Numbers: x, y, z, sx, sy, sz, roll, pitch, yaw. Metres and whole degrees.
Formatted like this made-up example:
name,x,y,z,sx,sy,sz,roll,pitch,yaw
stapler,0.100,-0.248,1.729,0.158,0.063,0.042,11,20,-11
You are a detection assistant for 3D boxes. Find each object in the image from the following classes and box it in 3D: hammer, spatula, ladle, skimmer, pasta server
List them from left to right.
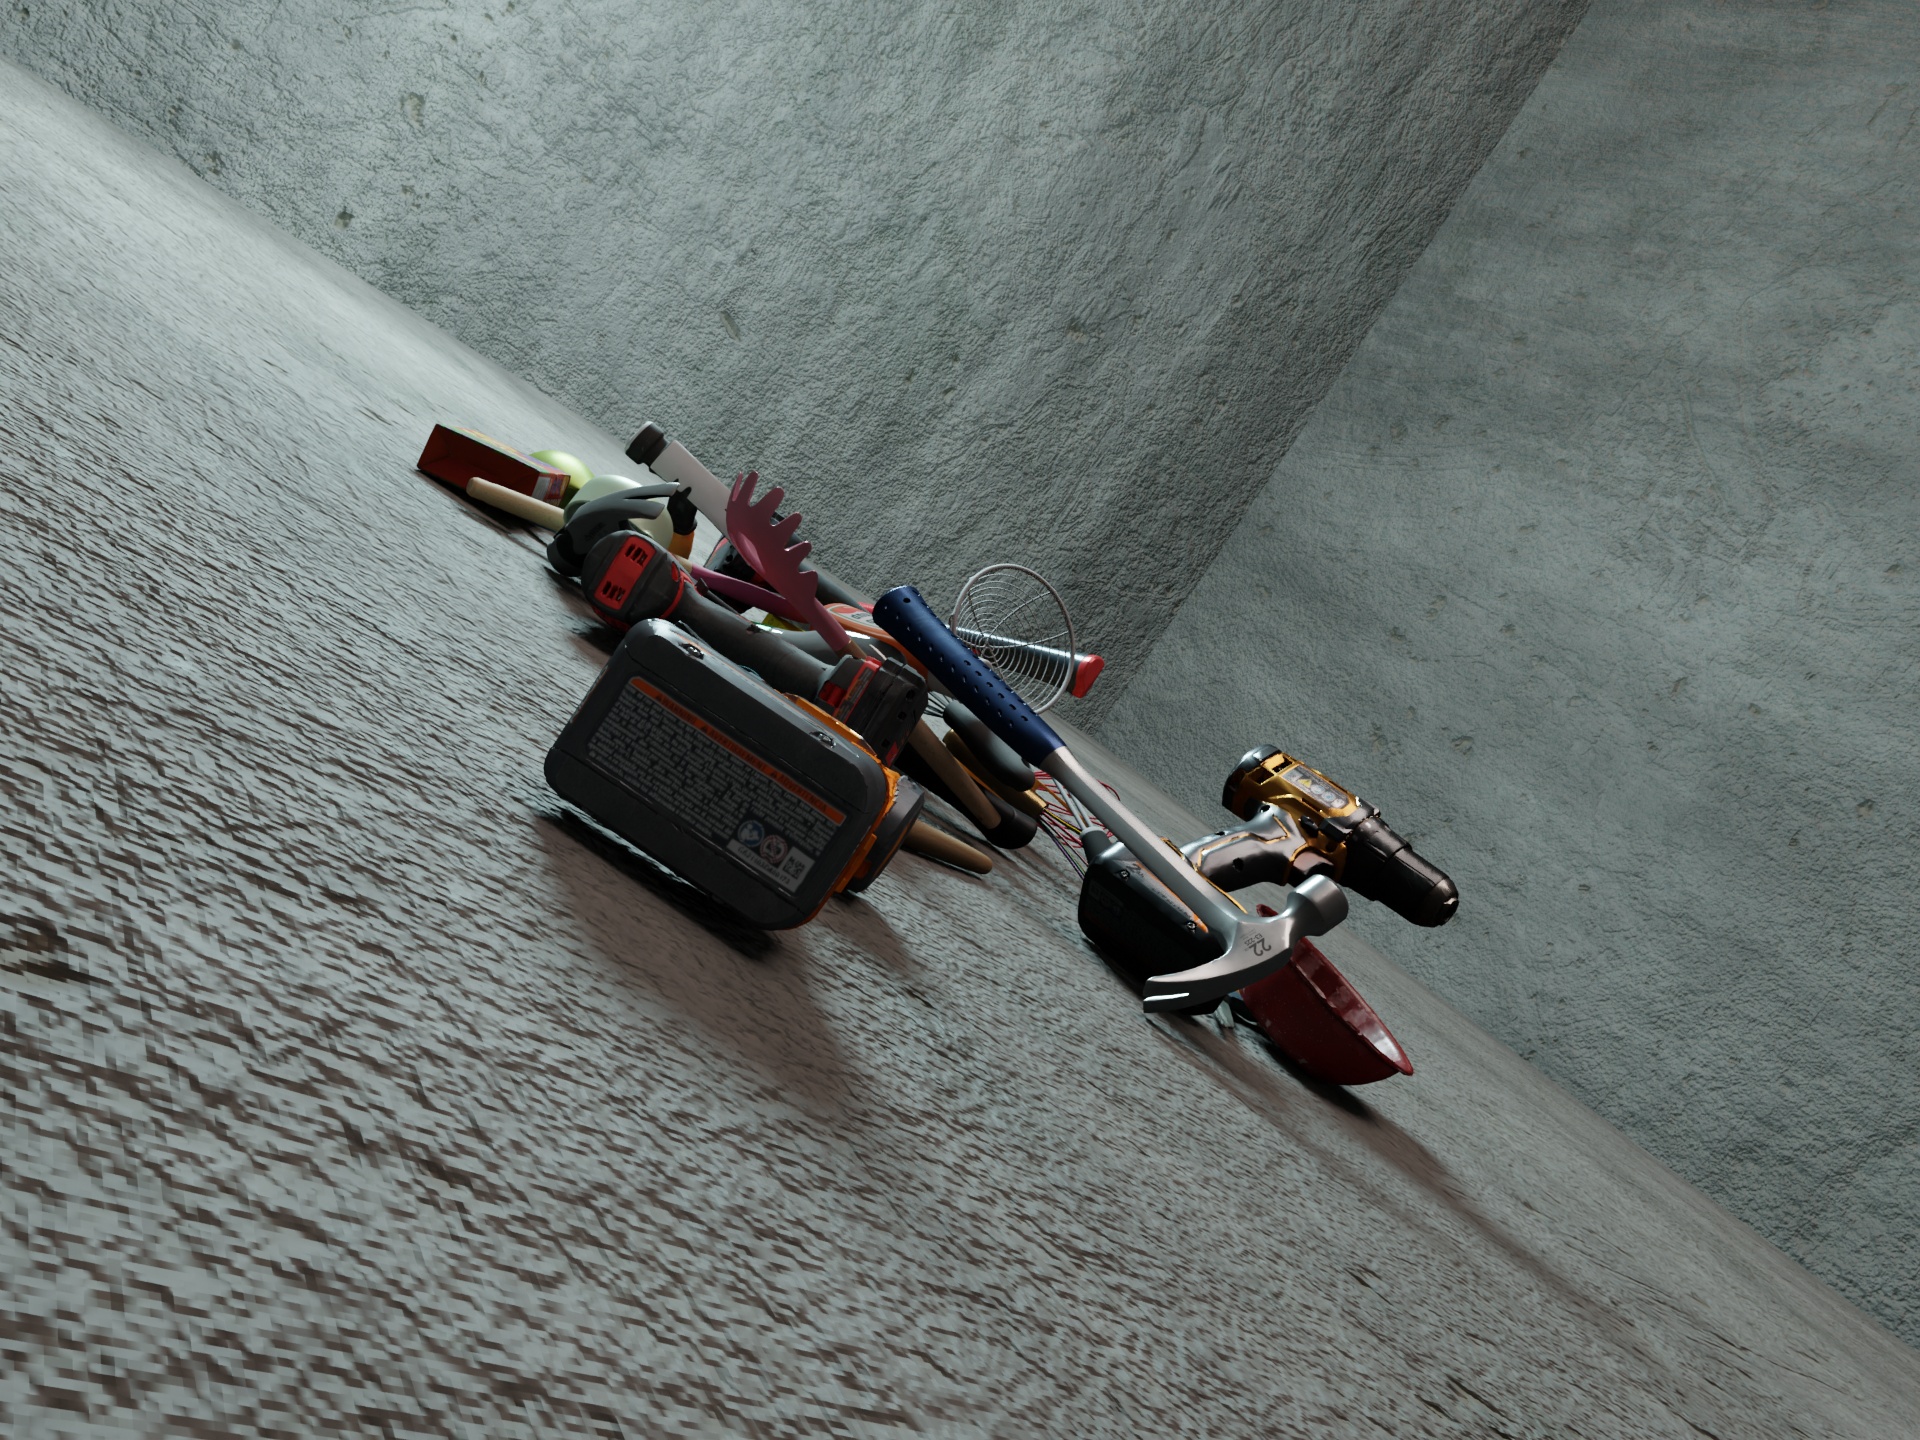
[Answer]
name,x,y,z,sx,sy,sz,roll,pitch,yaw
ladle,-0.255,-0.117,1.302,0.320,0.062,0.078,43,0,18
hammer,-0.229,-0.156,1.325,0.127,0.034,0.337,42,-13,-8
hammer,-0.102,-0.029,1.143,0.408,0.036,0.149,37,-30,-20
spatula,-0.062,0.039,0.928,0.082,0.044,0.317,4,-16,33
pasta server,-0.060,-0.039,1.092,0.316,0.040,0.060,50,-20,-27
hammer,-0.036,-0.092,1.487,0.386,0.038,0.143,15,-37,37
hammer,0.065,0.034,1.074,0.406,0.144,0.035,44,-28,34
skimmer,0.091,0.026,1.235,0.127,0.090,0.364,6,40,-35

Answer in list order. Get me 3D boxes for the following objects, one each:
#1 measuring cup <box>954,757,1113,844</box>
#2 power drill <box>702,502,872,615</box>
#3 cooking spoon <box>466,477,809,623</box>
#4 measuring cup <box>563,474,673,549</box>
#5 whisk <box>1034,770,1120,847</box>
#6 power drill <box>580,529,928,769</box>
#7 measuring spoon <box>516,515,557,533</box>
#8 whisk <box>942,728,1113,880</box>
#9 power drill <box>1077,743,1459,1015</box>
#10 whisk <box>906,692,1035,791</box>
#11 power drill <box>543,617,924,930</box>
name,x,y,z,sx,sy,sz,roll,pitch,yaw
measuring cup,0.052,0.073,1.338,0.173,0.052,0.095,38,-1,5
power drill,-0.129,-0.091,1.453,0.226,0.080,0.188,33,-19,-16
cooking spoon,-0.233,-0.124,1.231,0.318,0.017,0.069,21,-2,-39
measuring cup,-0.224,-0.117,1.177,0.083,0.038,0.167,3,-35,35
whisk,0.049,0.060,1.454,0.295,0.073,0.073,22,11,-39
power drill,-0.133,-0.040,1.021,0.219,0.078,0.143,30,-7,3
measuring spoon,-0.314,-0.138,1.226,0.129,0.021,0.042,26,6,22
whisk,0.078,0.092,1.264,0.245,0.051,0.047,40,-26,13
power drill,0.217,0.115,1.098,0.226,0.084,0.185,-26,49,-35
whisk,-0.002,-0.003,1.241,0.055,0.055,0.239,31,8,-36
power drill,-0.101,0.015,0.693,0.164,0.084,0.226,34,0,2
